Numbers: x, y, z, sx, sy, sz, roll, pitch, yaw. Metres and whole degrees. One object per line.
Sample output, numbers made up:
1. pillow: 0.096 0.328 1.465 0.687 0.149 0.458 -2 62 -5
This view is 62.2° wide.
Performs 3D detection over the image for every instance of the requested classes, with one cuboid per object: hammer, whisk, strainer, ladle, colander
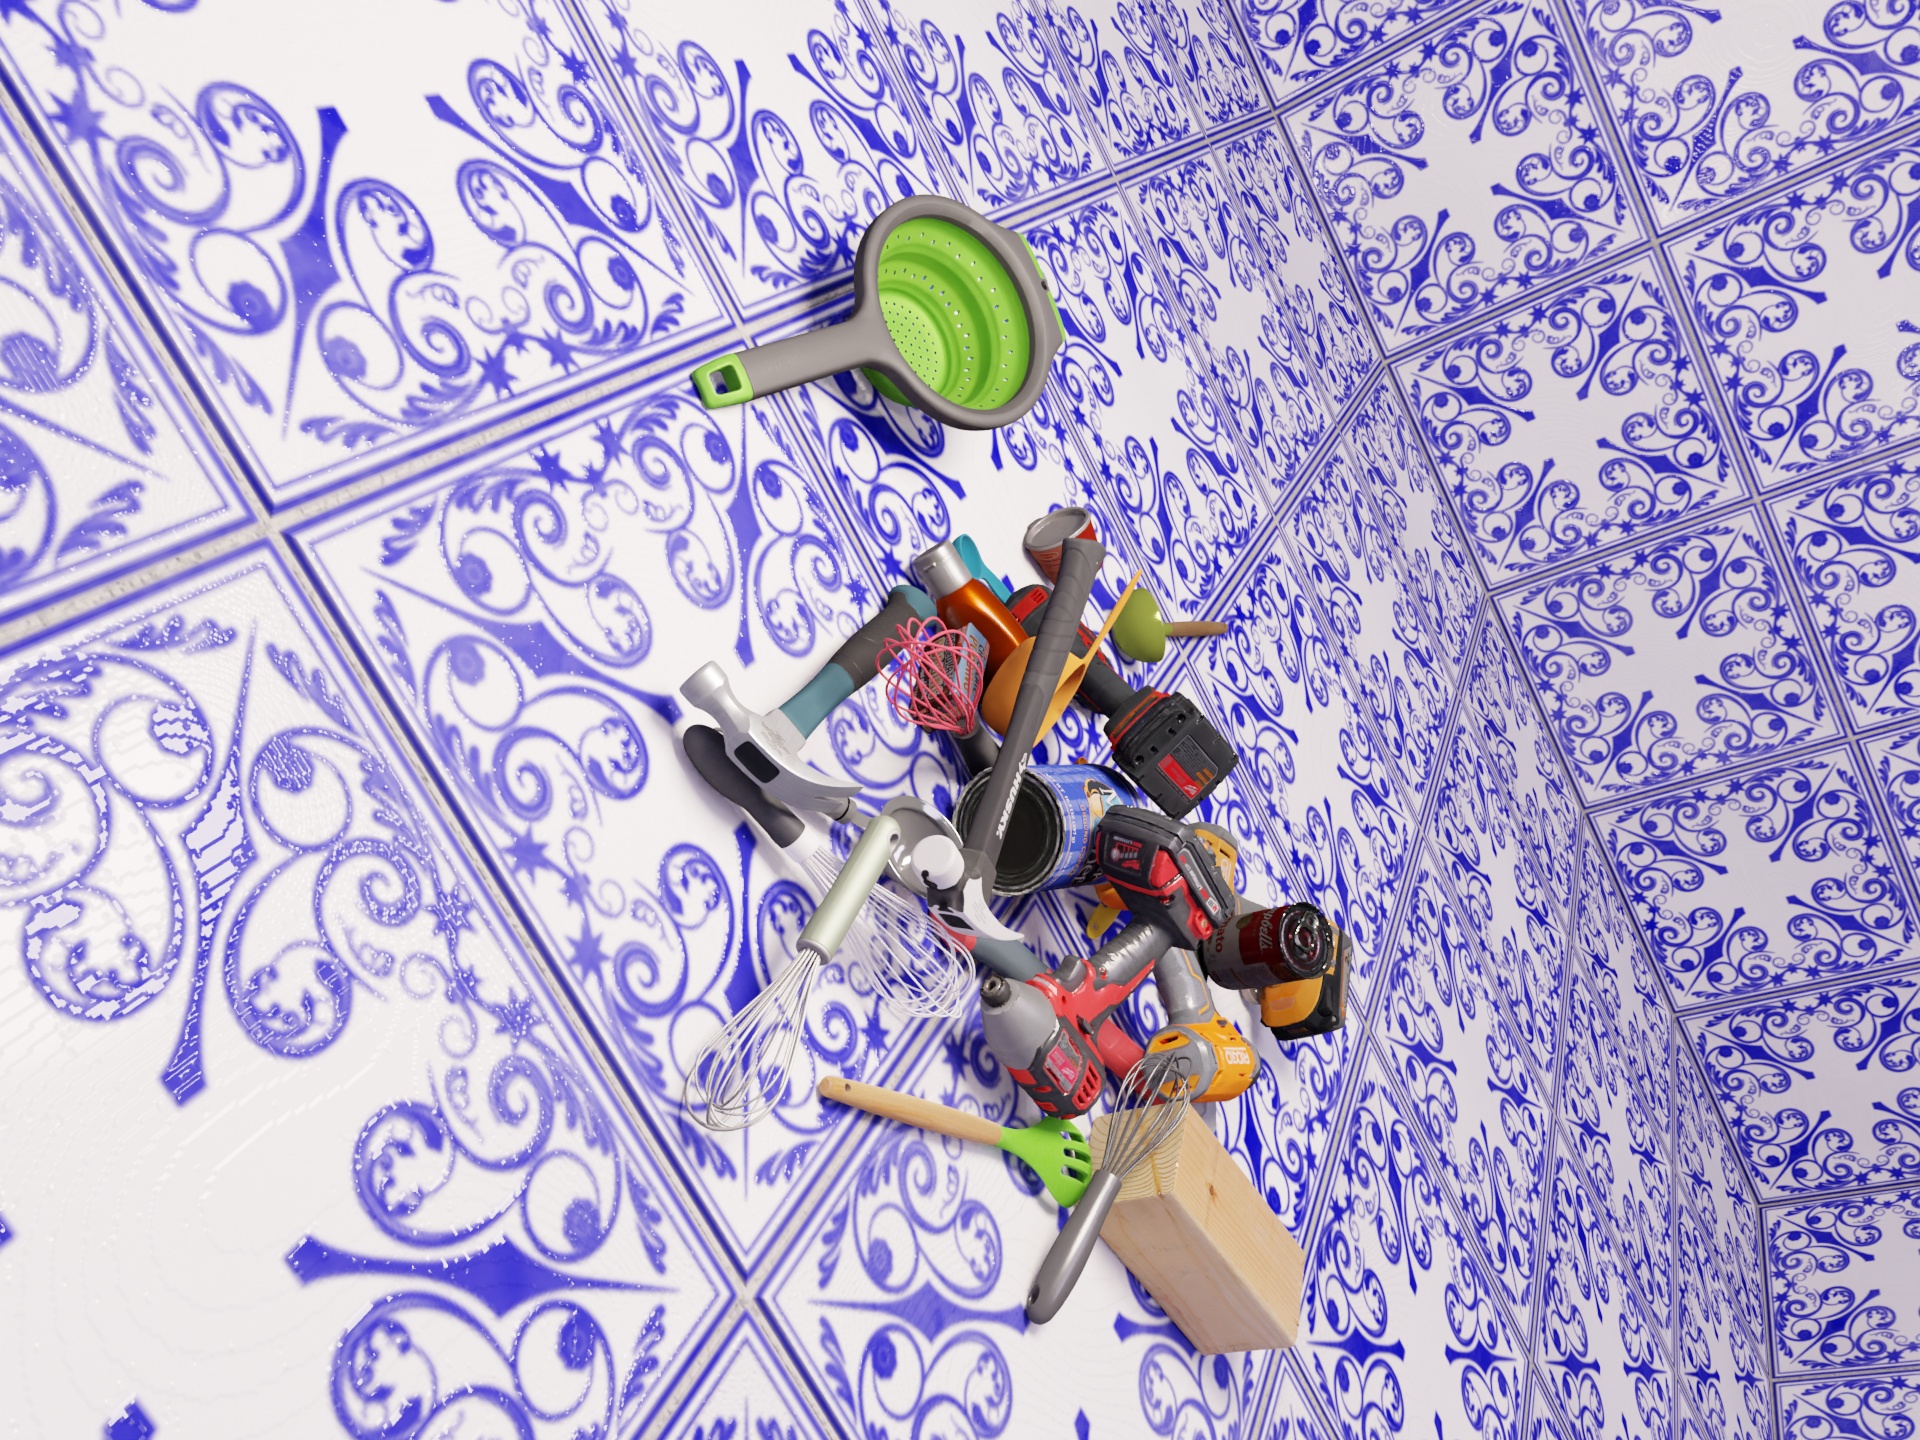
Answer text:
1. hammer: 0.103 0.235 1.302 0.385 0.038 0.143 45 37 -35
2. whisk: 0.113 0.344 1.188 0.055 0.055 0.239 53 54 -26
3. whisk: -0.095 0.149 0.983 0.057 0.059 0.246 81 29 -44
4. whisk: -0.086 0.104 1.064 0.284 0.070 0.070 49 36 -23
5. strainer: -0.078 0.066 1.115 0.258 0.050 0.087 35 38 -36
6. hammer: 0.050 0.003 1.160 0.146 0.035 0.335 61 42 -51
7. ladle: 0.243 -0.102 1.714 0.320 0.062 0.078 -7 80 -62
8. colander: -0.080 -0.305 1.307 0.397 0.094 0.204 -29 98 -41
9. whisk: -0.002 -0.004 1.183 0.295 0.073 0.073 58 23 -67
10. hammer: -0.083 -0.035 1.139 0.128 0.033 0.331 51 27 -6

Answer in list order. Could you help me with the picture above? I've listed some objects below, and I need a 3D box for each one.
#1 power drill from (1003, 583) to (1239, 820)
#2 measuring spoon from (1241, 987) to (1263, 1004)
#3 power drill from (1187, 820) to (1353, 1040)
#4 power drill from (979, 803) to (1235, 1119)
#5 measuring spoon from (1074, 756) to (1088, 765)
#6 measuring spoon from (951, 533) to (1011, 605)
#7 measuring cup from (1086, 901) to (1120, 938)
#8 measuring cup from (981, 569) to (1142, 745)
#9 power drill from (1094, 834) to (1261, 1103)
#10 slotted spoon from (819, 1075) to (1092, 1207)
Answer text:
1. power drill: 0.141 -0.013 1.399 0.227 0.080 0.187 48 4 41
2. measuring spoon: 0.268 0.234 1.595 0.124 0.018 0.034 56 40 -9
3. power drill: 0.277 0.228 1.530 0.226 0.084 0.185 38 49 -26
4. power drill: 0.102 0.176 1.193 0.220 0.079 0.143 -51 128 -20
5. measuring spoon: 0.114 0.089 1.438 0.021 0.011 0.117 20 59 -53
6. measuring spoon: 0.021 -0.120 1.414 0.128 0.021 0.042 45 37 -50
7. measuring cup: 0.141 0.148 1.438 0.156 0.029 0.062 -47 114 -44
8. measuring cup: 0.078 -0.059 1.268 0.052 0.173 0.095 33 -1 12
9. power drill: 0.195 0.213 1.359 0.164 0.084 0.227 20 52 -56
10. slotted spoon: 0.009 0.291 1.129 0.313 0.031 0.070 31 48 -45
